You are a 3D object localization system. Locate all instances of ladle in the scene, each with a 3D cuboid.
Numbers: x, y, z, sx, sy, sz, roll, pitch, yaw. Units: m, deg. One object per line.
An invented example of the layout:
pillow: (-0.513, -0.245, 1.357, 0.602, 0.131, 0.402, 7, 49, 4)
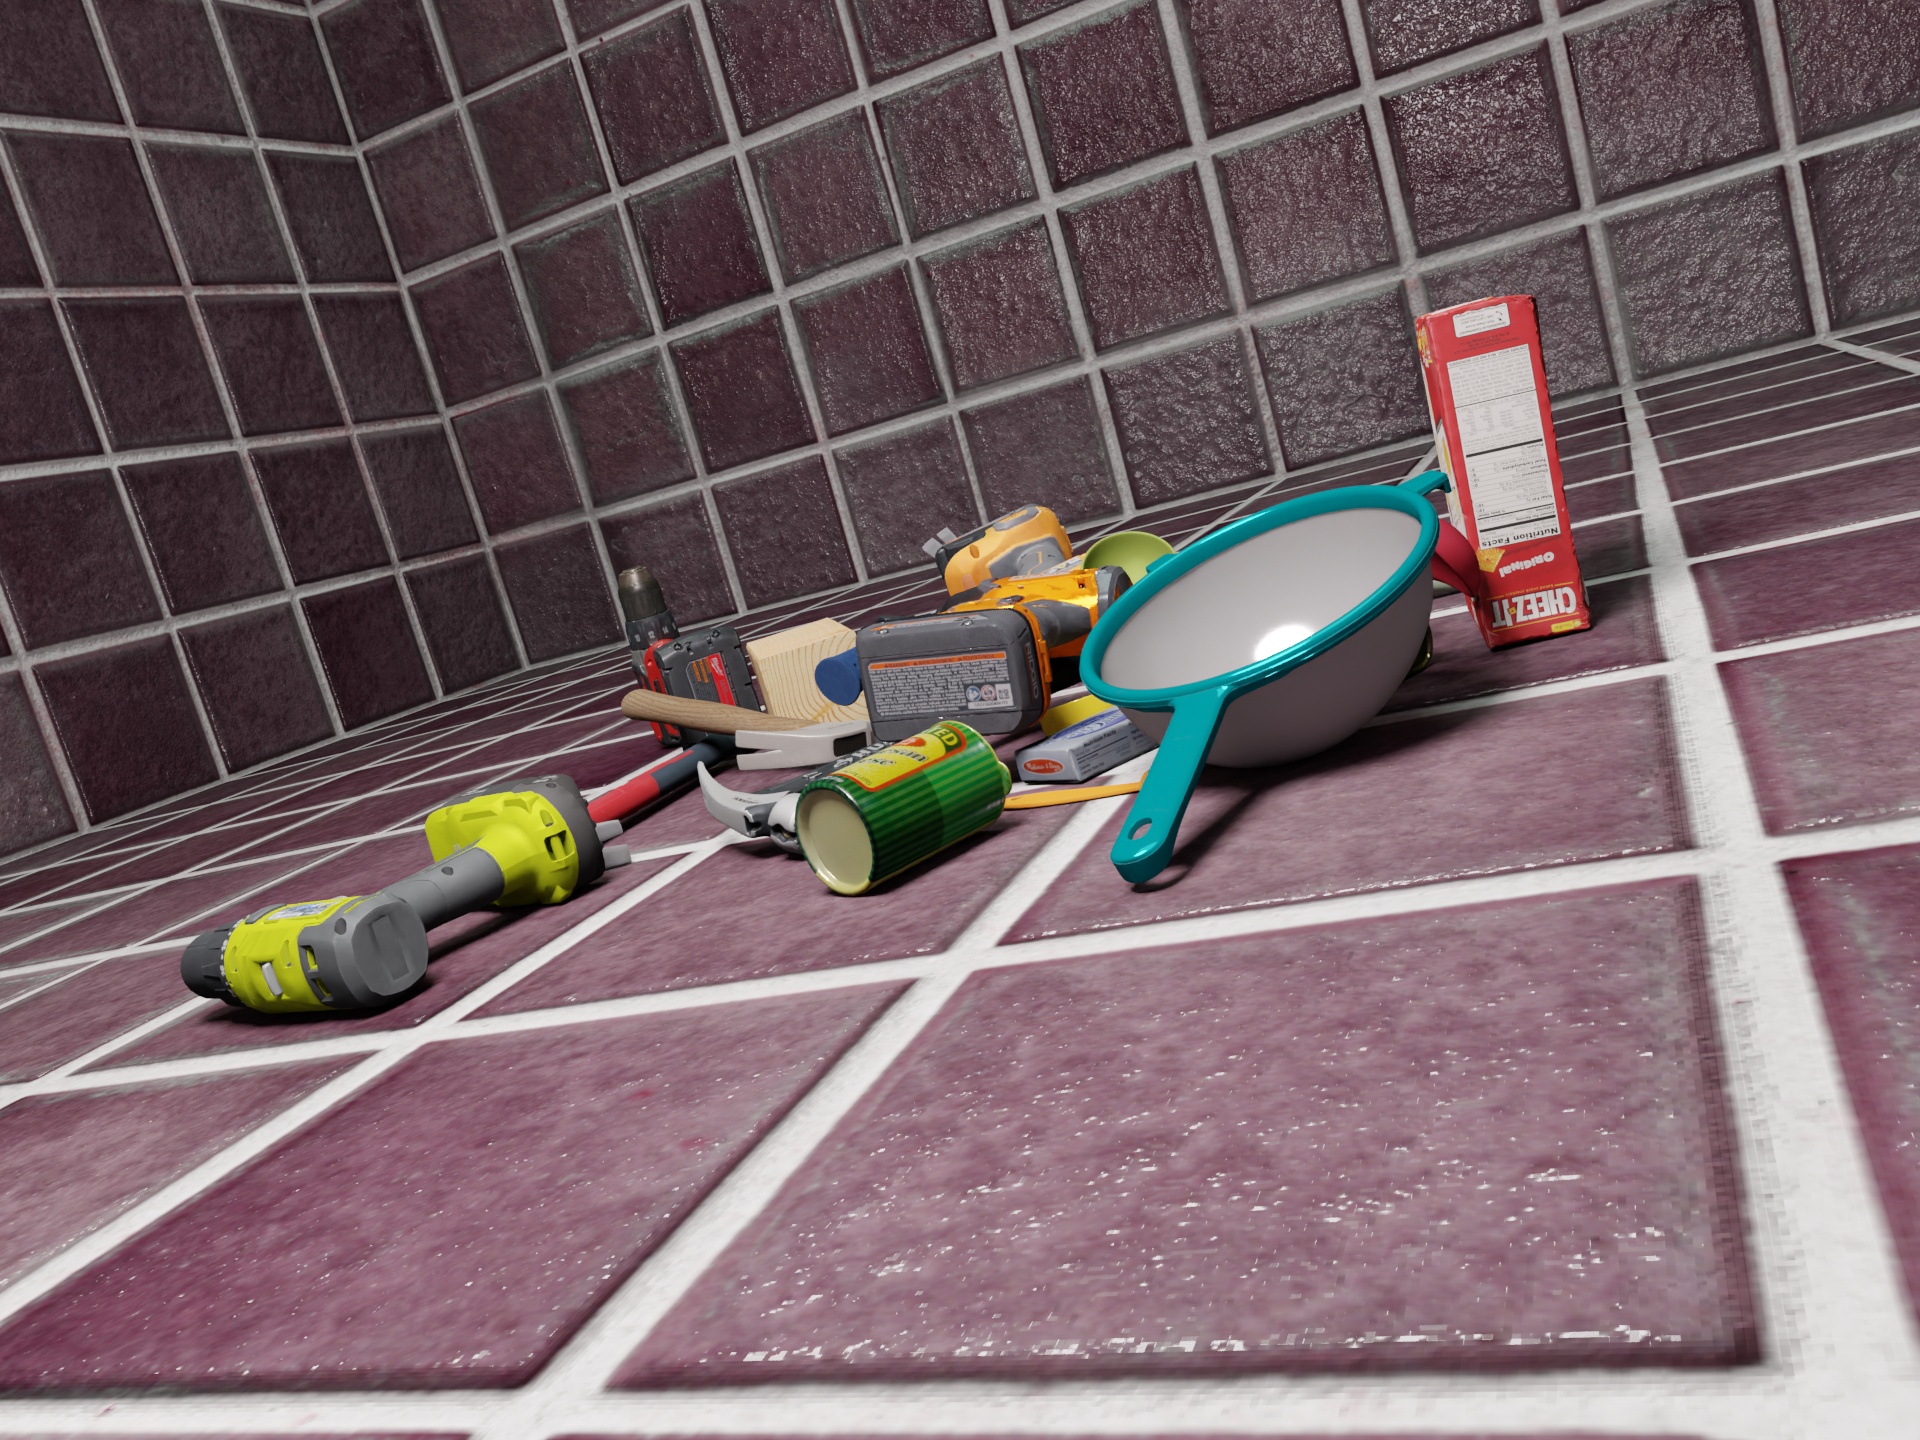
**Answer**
ladle: (0.168, -0.102, 1.137, 0.078, 0.062, 0.320, -27, 13, -11)
ladle: (0.296, -0.093, 1.096, 0.031, 0.069, 0.315, -41, -4, -3)

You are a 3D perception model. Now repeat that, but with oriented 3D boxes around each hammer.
hammer: (-0.242, 0.053, 1.293, 0.143, 0.038, 0.386, -11, 10, 21)
hammer: (-0.002, -0.004, 1.132, 0.409, 0.036, 0.149, -24, 22, -37)
hammer: (-0.192, 0.002, 1.337, 0.130, 0.031, 0.331, -13, 14, -40)
hammer: (-0.038, -0.086, 1.453, 0.035, 0.144, 0.405, -38, 0, 24)

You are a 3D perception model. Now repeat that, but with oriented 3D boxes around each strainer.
strainer: (0.156, -0.002, 0.844, 0.211, 0.095, 0.340, -15, 27, 34)

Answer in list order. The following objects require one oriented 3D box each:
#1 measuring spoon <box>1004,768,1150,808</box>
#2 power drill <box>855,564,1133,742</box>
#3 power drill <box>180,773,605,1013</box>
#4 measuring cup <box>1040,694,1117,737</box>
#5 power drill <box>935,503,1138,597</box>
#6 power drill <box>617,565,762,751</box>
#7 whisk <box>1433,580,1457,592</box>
measuring spoon: (0.070, 0.039, 0.924, 0.117, 0.011, 0.021, -10, 11, 33)
power drill: (0.014, -0.052, 1.090, 0.164, 0.084, 0.226, -4, 14, 24)
power drill: (-0.357, 0.115, 1.006, 0.190, 0.080, 0.228, -9, 14, 34)
measuring cup: (0.093, -0.002, 1.119, 0.062, 0.029, 0.156, -19, -4, 12)
power drill: (0.041, -0.109, 1.391, 0.185, 0.084, 0.226, -26, 22, -5)
power drill: (-0.279, -0.058, 1.572, 0.080, 0.188, 0.227, -20, 14, -20)
whisk: (0.285, -0.105, 1.261, 0.246, 0.058, 0.059, -5, -24, 7)
